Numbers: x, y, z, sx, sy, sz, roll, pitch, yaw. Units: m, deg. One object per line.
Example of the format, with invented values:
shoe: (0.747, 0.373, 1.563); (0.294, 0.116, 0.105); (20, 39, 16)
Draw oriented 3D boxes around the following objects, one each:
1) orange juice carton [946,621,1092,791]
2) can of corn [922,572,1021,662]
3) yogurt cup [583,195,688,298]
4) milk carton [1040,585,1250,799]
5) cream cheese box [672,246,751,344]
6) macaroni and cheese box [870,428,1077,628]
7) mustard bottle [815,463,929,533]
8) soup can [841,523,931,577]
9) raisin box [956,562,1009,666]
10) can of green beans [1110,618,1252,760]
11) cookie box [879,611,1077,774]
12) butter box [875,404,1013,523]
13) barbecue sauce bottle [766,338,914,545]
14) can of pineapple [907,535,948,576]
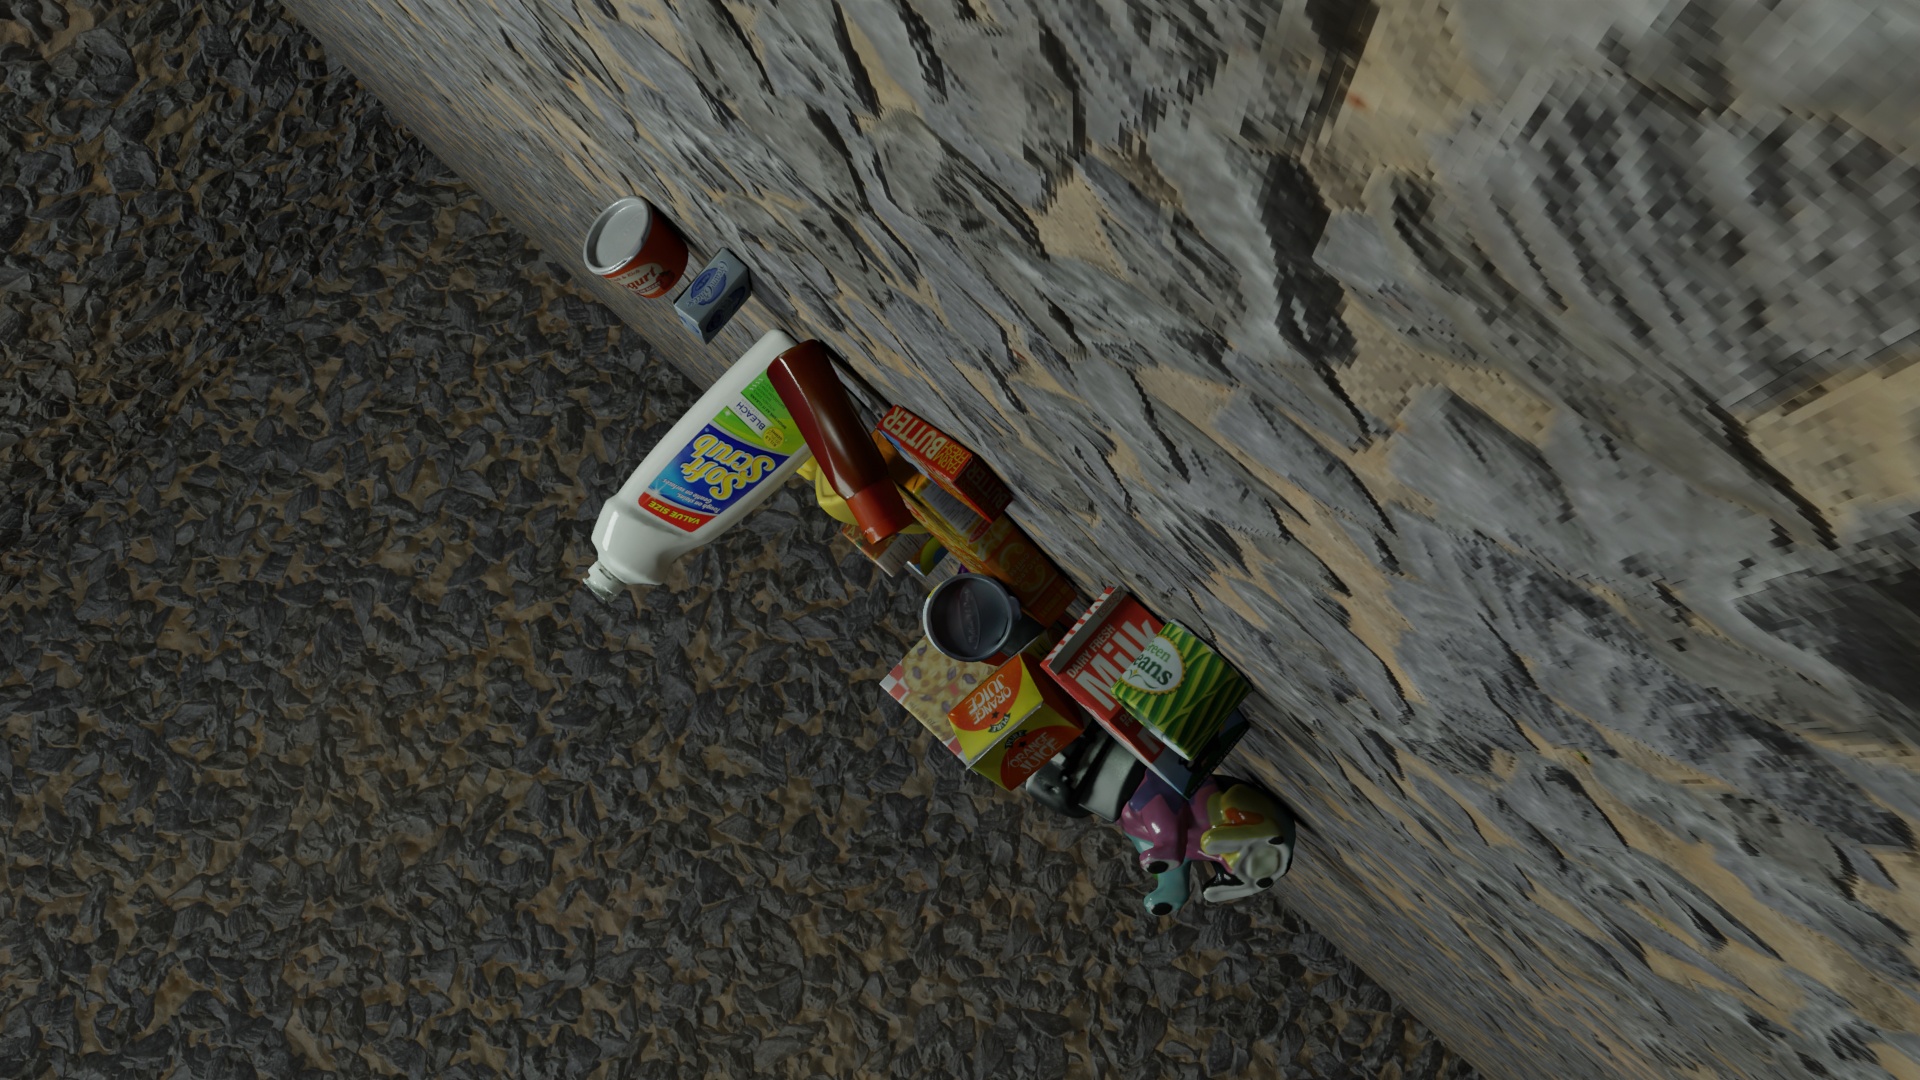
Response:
orange juice carton: (0.051, 0.122, 1.020); (0.073, 0.071, 0.193); (50, -166, 4)
can of corn: (0.008, 0.058, 1.051); (0.071, 0.071, 0.058); (42, 174, -1)
yogurt cup: (-0.247, -0.223, 1.069); (0.072, 0.072, 0.054); (38, -178, 39)
milk carton: (0.121, 0.098, 0.942); (0.073, 0.072, 0.190); (37, 175, 42)
cream cheese box: (-0.175, -0.173, 0.988); (0.024, 0.053, 0.104); (40, 175, -5)
macaroni and cheese box: (0.004, -0.013, 1.072); (0.166, 0.040, 0.124); (45, 174, -30)
mustard bottle: (-0.052, -0.037, 1.157); (0.048, 0.065, 0.160); (-9, 163, 37)
soup can: (-0.060, -0.020, 1.277); (0.071, 0.084, 0.071); (42, 176, 4)
raisin box: (0.027, 0.058, 1.232); (0.040, 0.086, 0.123); (14, -176, -17)
can of green beans: (0.134, 0.092, 0.849); (0.071, 0.058, 0.071); (41, 175, 5)
cookie box: (0.026, 0.116, 1.308); (0.123, 0.167, 0.040); (39, 172, 28)
butter box: (-0.011, -0.052, 0.930); (0.053, 0.024, 0.104); (45, 175, -41)
barbecue sauce bottle: (-0.085, -0.069, 0.995); (0.148, 0.044, 0.064); (60, 166, 1)
can of pineapple: (-0.041, -0.005, 1.415); (0.071, 0.058, 0.071); (42, 175, 5)
